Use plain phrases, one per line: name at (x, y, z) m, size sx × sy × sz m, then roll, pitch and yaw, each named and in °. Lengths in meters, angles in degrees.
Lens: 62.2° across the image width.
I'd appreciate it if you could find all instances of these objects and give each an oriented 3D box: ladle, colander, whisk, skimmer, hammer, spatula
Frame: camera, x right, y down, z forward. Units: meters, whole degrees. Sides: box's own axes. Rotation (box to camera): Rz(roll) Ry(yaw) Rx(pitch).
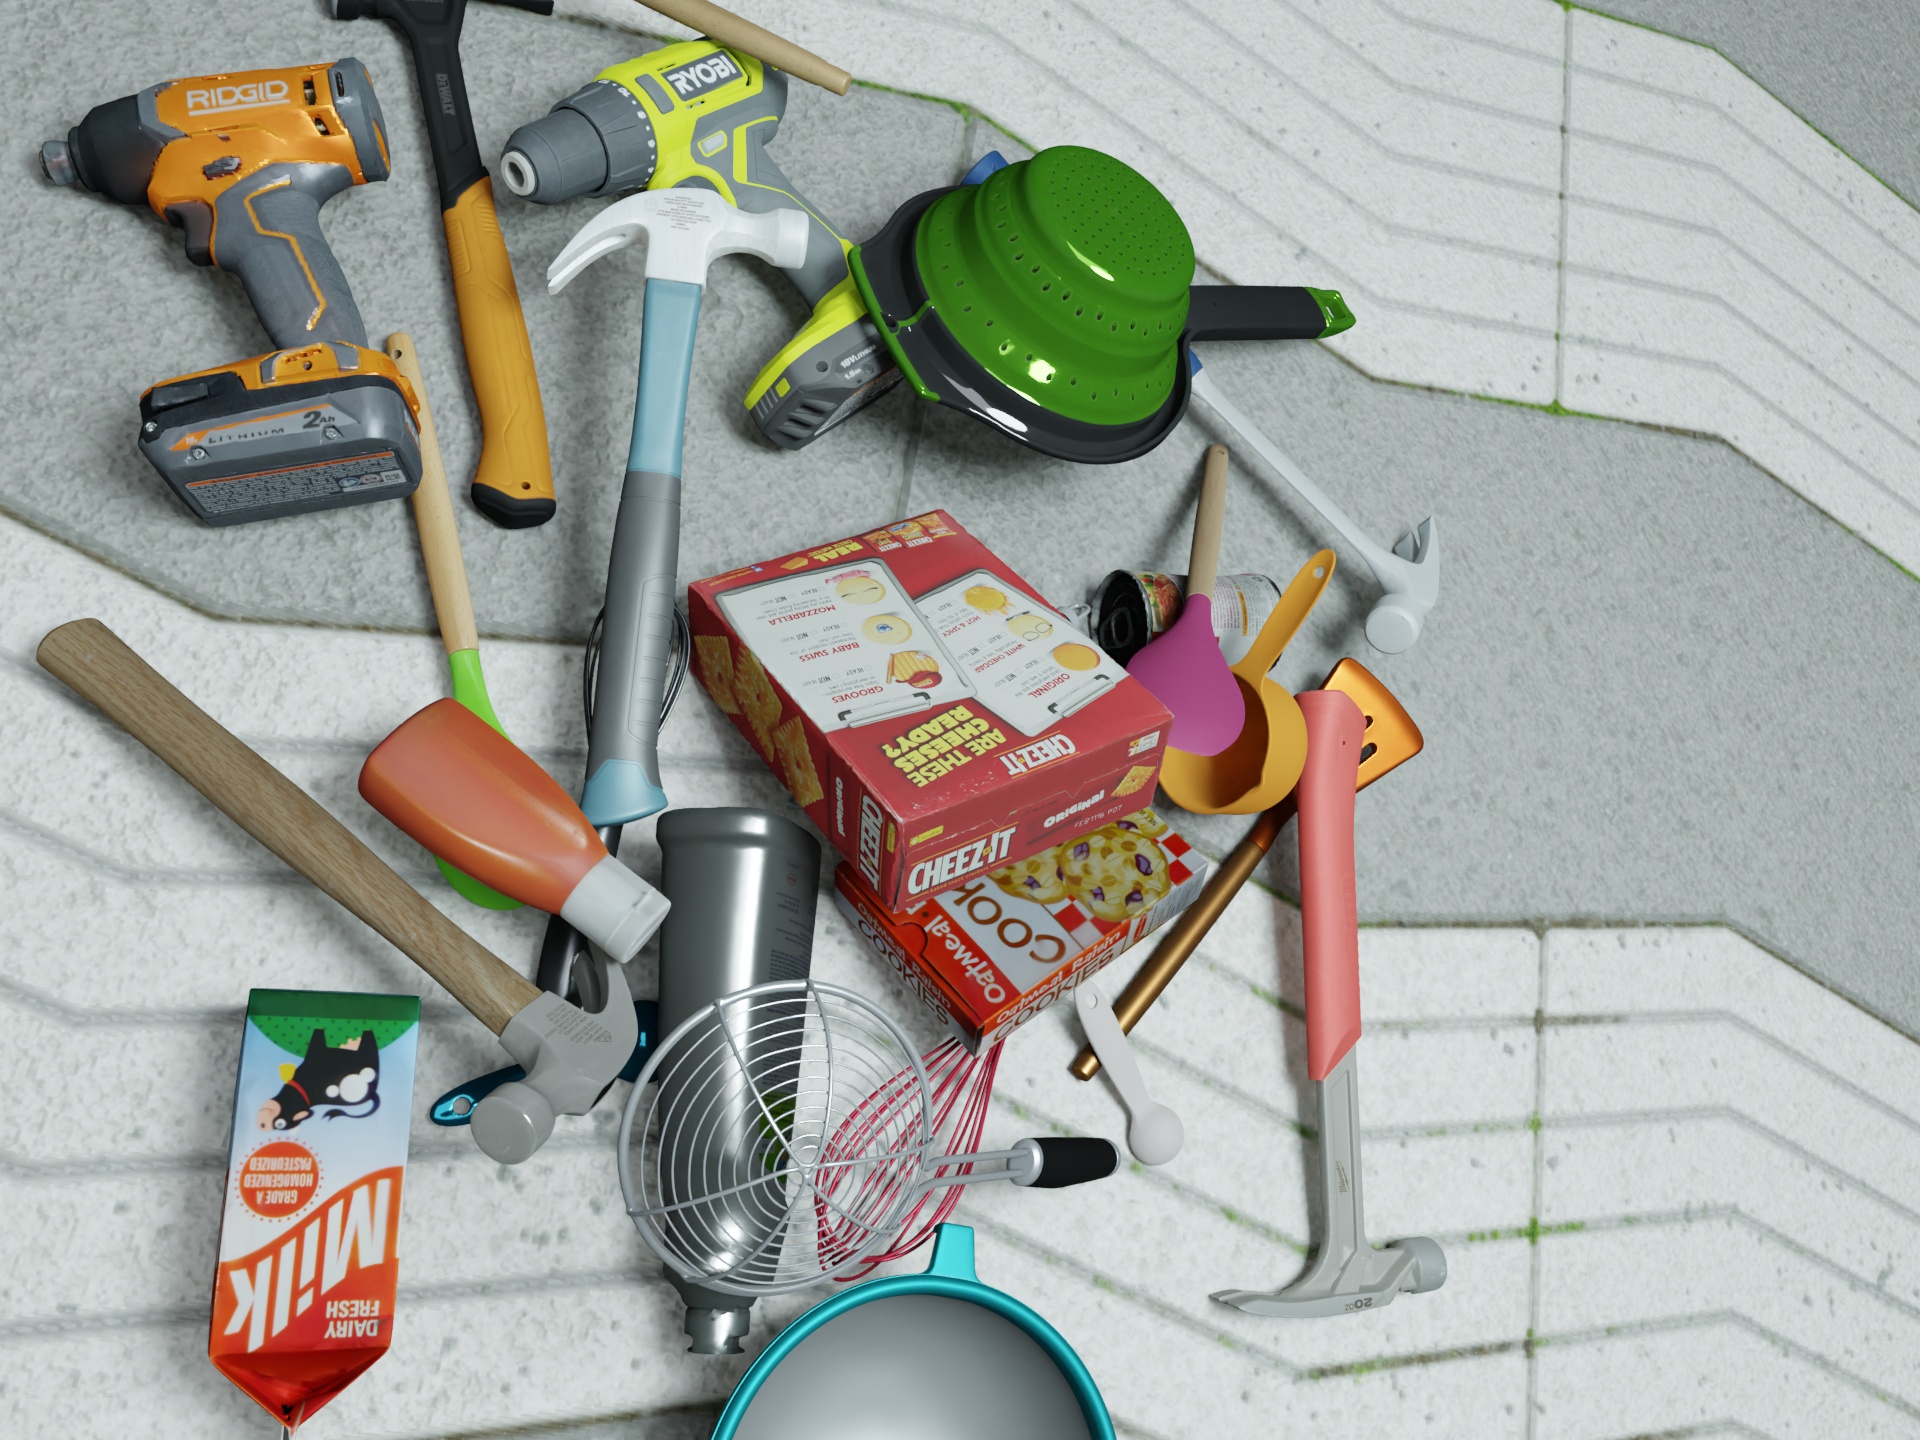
ladle at (-0.202, -0.437, 0.893) m, size 0.320 × 0.078 × 0.062 m, roll 26°, pitch 108°, yaw 2°
colander at (0.127, -0.267, 0.947) m, size 0.397 × 0.094 × 0.205 m, roll -12°, pitch 68°, yaw -38°
whisk at (-0.183, 0.042, 0.812) m, size 0.055 × 0.055 × 0.239 m, roll 15°, pitch 73°, yaw -20°
skimmer at (-0.017, 0.194, 0.741) m, size 0.090 × 0.363 × 0.127 m, roll 19°, pitch 86°, yaw 27°
hammer at (0.212, 0.161, 0.938) m, size 0.149 × 0.037 × 0.359 m, roll 2°, pitch 82°, yaw -24°
whisk at (0.012, 0.173, 0.856) m, size 0.073 × 0.073 × 0.296 m, roll 43°, pitch 56°, yaw -7°
hammer at (-0.155, -0.109, 0.801) m, size 0.128 × 0.033 × 0.331 m, roll 6°, pitch 82°, yaw -11°
hammer at (-0.260, -0.267, 0.874) m, size 0.127 × 0.034 × 0.337 m, roll -8°, pitch 79°, yaw -25°
hammer at (-0.284, 0.061, 0.724) m, size 0.331 × 0.031 × 0.130 m, roll 38°, pitch 23°, yaw 6°
hammer at (0.160, -0.216, 1.033) m, size 0.405 × 0.035 × 0.144 m, roll 44°, pitch 38°, yaw -2°
spatula at (0.169, 0.093, 0.960) m, size 0.081 × 0.041 × 0.323 m, roll 47°, pitch 63°, yaw -8°

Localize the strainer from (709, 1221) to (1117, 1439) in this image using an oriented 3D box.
strainer at (-0.082, 0.403, 0.725) m, size 0.340 × 0.095 × 0.211 m, roll -32°, pitch 88°, yaw -27°

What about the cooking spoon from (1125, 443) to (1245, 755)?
cooking spoon at (0.141, -0.083, 0.933) m, size 0.069 × 0.017 × 0.319 m, roll 17°, pitch 39°, yaw 0°

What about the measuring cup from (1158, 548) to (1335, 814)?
measuring cup at (0.182, -0.021, 0.932) m, size 0.052 × 0.173 × 0.095 m, roll 10°, pitch 27°, yaw -45°

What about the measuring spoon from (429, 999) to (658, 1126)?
measuring spoon at (-0.195, 0.172, 0.781) m, size 0.128 × 0.021 × 0.042 m, roll -16°, pitch 82°, yaw -29°

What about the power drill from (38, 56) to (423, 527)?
power drill at (-0.358, -0.216, 0.785) m, size 0.164 × 0.084 × 0.227 m, roll -11°, pitch 75°, yaw -10°

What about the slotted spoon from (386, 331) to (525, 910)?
slotted spoon at (-0.261, -0.057, 0.812) m, size 0.070 × 0.031 × 0.314 m, roll -16°, pitch 77°, yaw 4°

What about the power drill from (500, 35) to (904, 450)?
power drill at (-0.128, -0.272, 0.898) m, size 0.228 × 0.080 × 0.190 m, roll 51°, pitch 51°, yaw -4°

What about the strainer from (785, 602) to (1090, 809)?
strainer at (-0.001, -0.003, 0.905) m, size 0.258 × 0.087 × 0.050 m, roll -40°, pitch 126°, yaw -36°

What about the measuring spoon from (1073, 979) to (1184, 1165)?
measuring spoon at (0.095, 0.197, 0.892) m, size 0.034 × 0.018 × 0.124 m, roll -33°, pitch 105°, yaw -25°
